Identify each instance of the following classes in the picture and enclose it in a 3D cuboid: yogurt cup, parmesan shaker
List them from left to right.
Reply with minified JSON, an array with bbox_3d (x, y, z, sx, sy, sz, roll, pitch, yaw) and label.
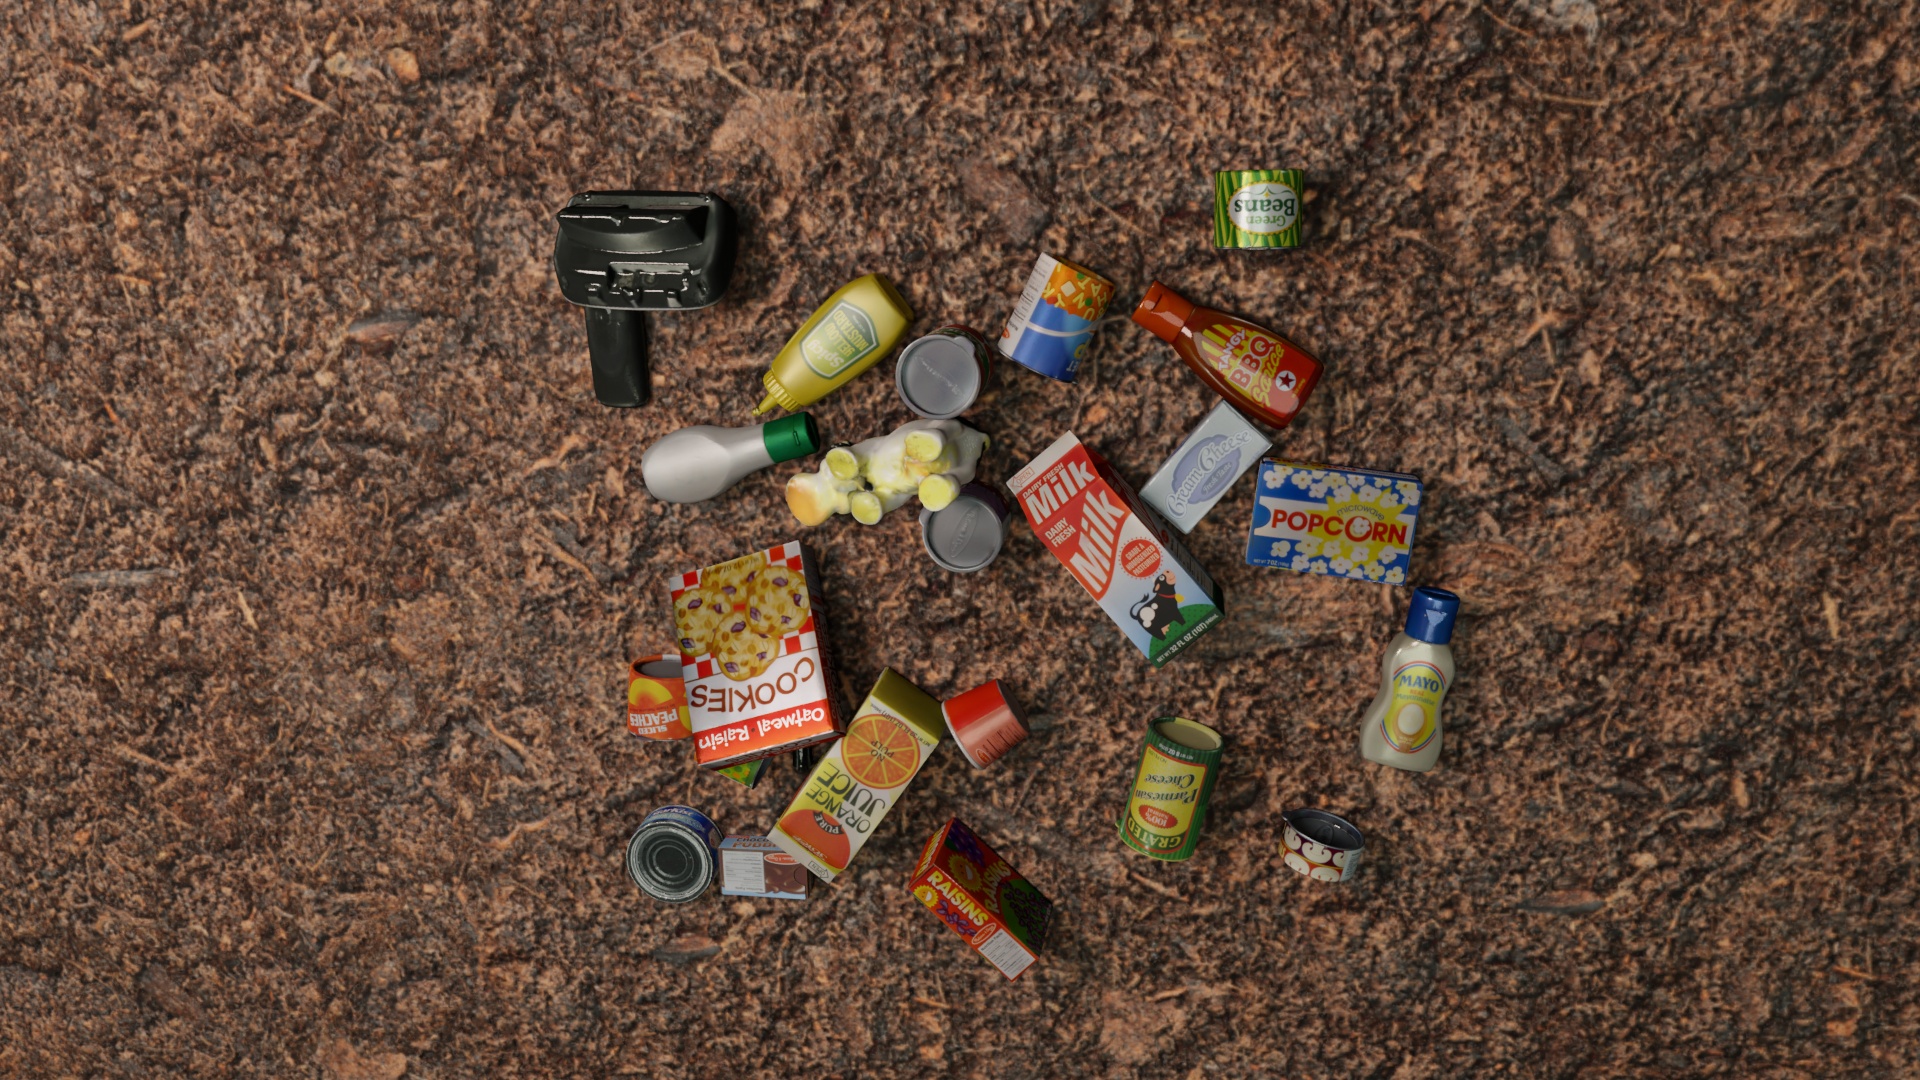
[{"bbox_3d":[0.023,0.154,1.184,0.054,0.072,0.072,-32,97,7],"label":"yogurt cup"},{"bbox_3d":[0.175,0.207,1.172,0.071,0.071,0.102,14,106,5],"label":"parmesan shaker"}]

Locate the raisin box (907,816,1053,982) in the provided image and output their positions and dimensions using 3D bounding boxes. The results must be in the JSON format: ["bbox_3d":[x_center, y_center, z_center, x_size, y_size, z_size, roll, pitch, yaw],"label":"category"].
[{"bbox_3d":[0.018,0.311,1.212,0.123,0.086,0.040,43,112,-3],"label":"raisin box"}]

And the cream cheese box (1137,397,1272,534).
[{"bbox_3d":[0.197,-0.060,1.121,0.053,0.024,0.103,41,107,-2],"label":"cream cheese box"}]

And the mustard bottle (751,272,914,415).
[{"bbox_3d":[-0.112,-0.149,1.135,0.160,0.049,0.065,-39,94,16],"label":"mustard bottle"}]

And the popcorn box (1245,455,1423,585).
[{"bbox_3d":[0.297,-0.017,1.109,0.127,0.038,0.085,8,106,7],"label":"popcorn box"}]

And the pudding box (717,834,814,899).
[{"bbox_3d":[-0.177,0.299,1.270,0.084,0.030,0.049,1,103,9],"label":"pudding box"}]

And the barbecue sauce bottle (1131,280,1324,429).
[{"bbox_3d":[0.205,-0.150,1.086,0.148,0.043,0.065,32,91,1],"label":"barbecue sauce bottle"}]

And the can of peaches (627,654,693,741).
[{"bbox_3d":[-0.259,0.138,1.221,0.071,0.071,0.058,7,104,7],"label":"can of peaches"}]

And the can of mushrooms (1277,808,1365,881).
[{"bbox_3d":[0.300,0.254,1.163,0.071,0.071,0.033,14,107,6],"label":"can of mushrooms"}]

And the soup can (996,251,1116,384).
[{"bbox_3d":[0.078,-0.174,1.090,0.071,0.071,0.083,26,107,2],"label":"soup can"}]

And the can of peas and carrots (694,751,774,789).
[{"bbox_3d":[-0.192,0.175,1.222,0.059,0.071,0.070,25,107,3],"label":"can of peas and carrots"}]

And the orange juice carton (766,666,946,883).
[{"bbox_3d":[-0.093,0.212,1.212,0.072,0.073,0.192,35,107,-1],"label":"orange juice carton"}]

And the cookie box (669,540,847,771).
[{"bbox_3d":[-0.172,0.098,1.176,0.123,0.040,0.168,-16,73,11],"label":"cookie box"}]

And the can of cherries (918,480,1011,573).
[{"bbox_3d":[0.004,-0.014,1.146,0.071,0.058,0.071,3,106,9],"label":"can of cherries"}]

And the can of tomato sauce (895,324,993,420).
[{"bbox_3d":[-0.010,-0.137,1.104,0.071,0.083,0.071,2,105,9],"label":"can of tomato sauce"}]

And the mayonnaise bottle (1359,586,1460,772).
[{"bbox_3d":[0.370,0.112,1.128,0.065,0.041,0.147,11,106,8],"label":"mayonnaise bottle"}]

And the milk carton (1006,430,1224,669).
[{"bbox_3d":[0.125,0.003,1.123,0.072,0.074,0.190,-40,95,17],"label":"milk carton"}]

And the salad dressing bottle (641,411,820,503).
[{"bbox_3d":[-0.193,-0.073,1.172,0.147,0.044,0.064,-14,102,11],"label":"salad dressing bottle"}]

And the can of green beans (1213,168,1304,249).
[{"bbox_3d":[0.225,-0.250,1.047,0.071,0.071,0.057,1,104,9],"label":"can of green beans"}]
